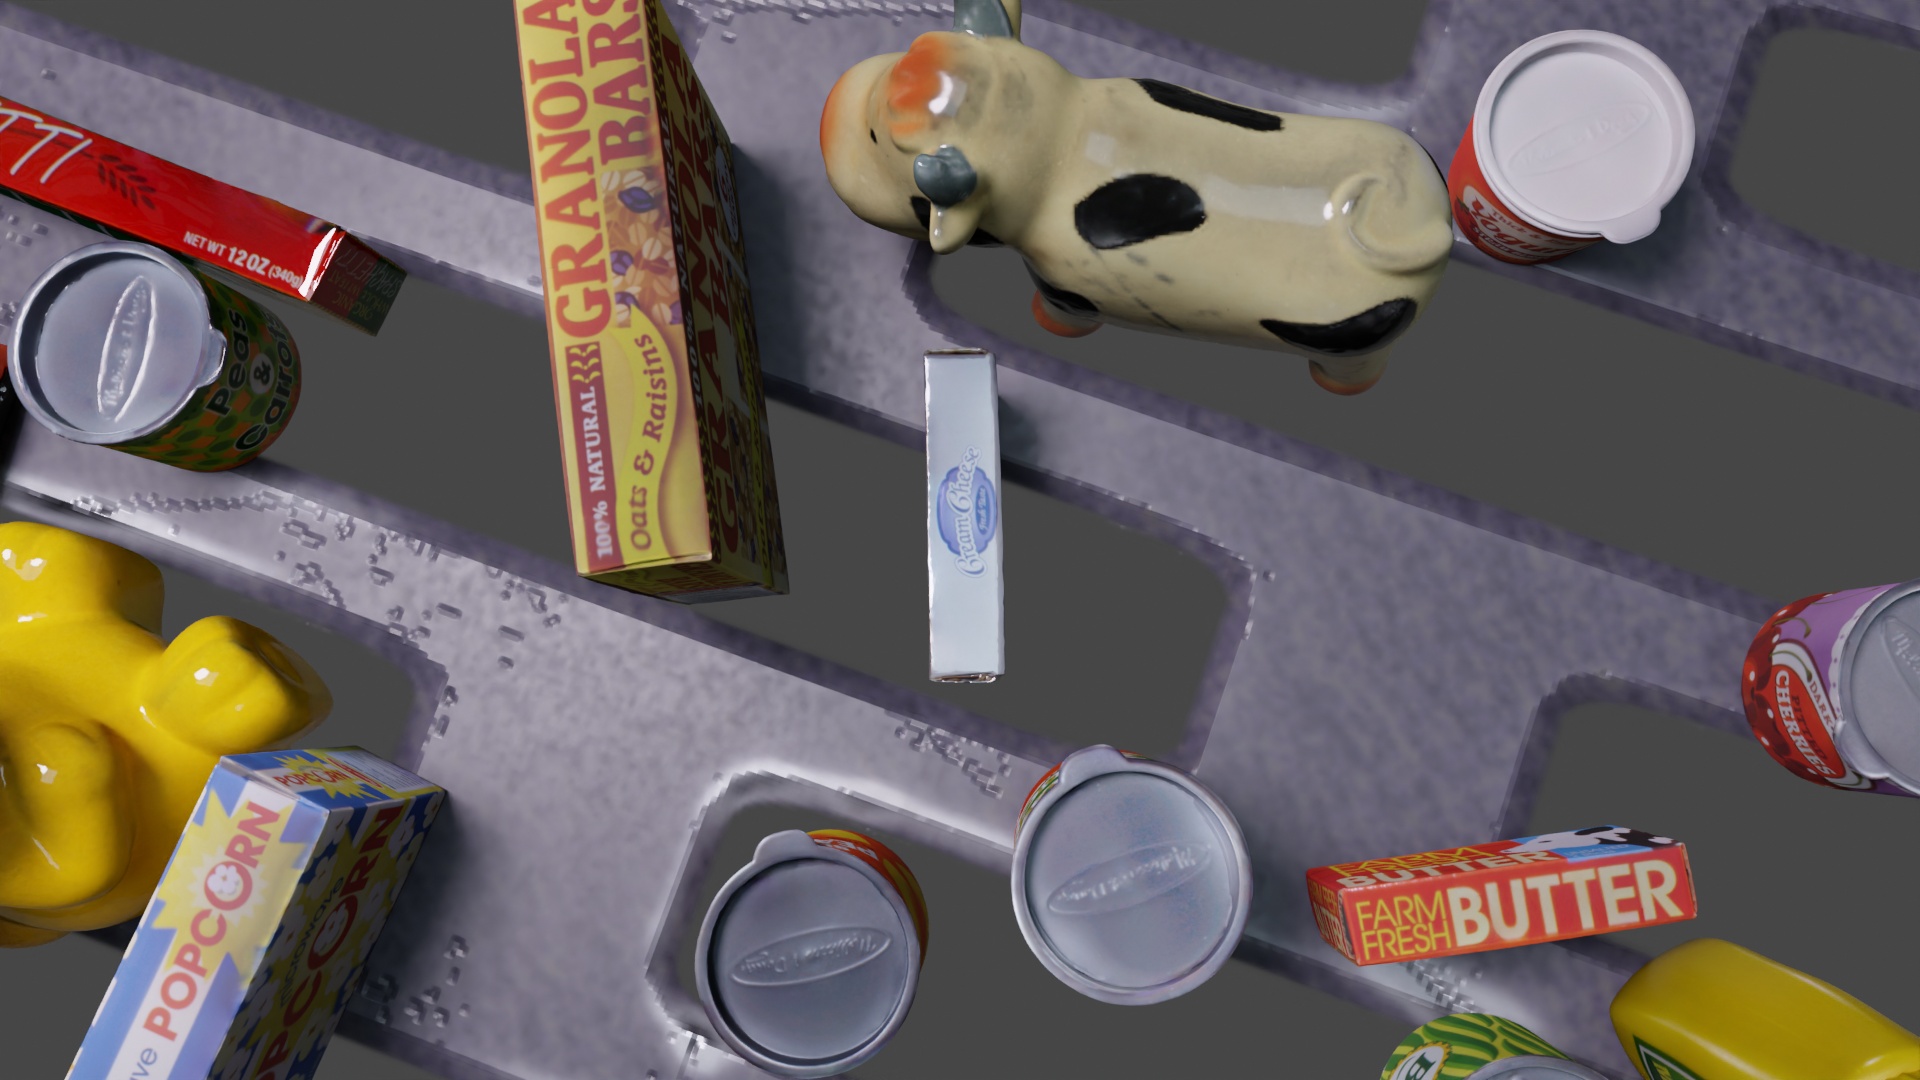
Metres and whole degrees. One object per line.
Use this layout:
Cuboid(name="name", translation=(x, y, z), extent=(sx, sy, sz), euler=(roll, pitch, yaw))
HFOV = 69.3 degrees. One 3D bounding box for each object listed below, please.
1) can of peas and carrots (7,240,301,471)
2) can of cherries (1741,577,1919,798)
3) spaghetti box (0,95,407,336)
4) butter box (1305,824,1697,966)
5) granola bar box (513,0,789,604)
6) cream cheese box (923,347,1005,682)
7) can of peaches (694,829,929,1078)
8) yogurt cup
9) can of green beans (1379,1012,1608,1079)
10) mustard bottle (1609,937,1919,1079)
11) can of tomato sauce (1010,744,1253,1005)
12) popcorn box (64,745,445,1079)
Cuboid(name="can of peas and carrots", translation=(-0.263, -0.059, 0.463), extent=(0.071, 0.058, 0.071), euler=(0, 83, 2))
Cuboid(name="can of cherries", translation=(0.287, 0.047, 0.431), extent=(0.071, 0.058, 0.071), euler=(0, 83, 2))
Cuboid(name="spaghetti box", translation=(-0.317, -0.131, 0.478), extent=(0.250, 0.050, 0.029), euler=(21, 85, 4))
Cuboid(name="butter box", translation=(0.164, 0.109, 0.430), extent=(0.103, 0.053, 0.024), euler=(-8, 83, 1))
Cuboid(name="granola bar box", translation=(-0.091, -0.066, 0.425), extent=(0.039, 0.124, 0.165), euler=(-9, 83, 1))
Cuboid(name="cream cheese box", translation=(0.002, -0.006, 0.450), extent=(0.024, 0.053, 0.104), euler=(-2, 83, 2))
Cuboid(name="can of peaches", translation=(-0.044, 0.123, 0.433), extent=(0.071, 0.058, 0.071), euler=(0, 83, 2))
Cuboid(name="yogurt cup", translation=(0.196, -0.125, 0.458), extent=(0.072, 0.054, 0.072), euler=(0, 83, 2))
Cuboid(name="can of green beans", translation=(0.164, 0.182, 0.419), extent=(0.071, 0.058, 0.071), euler=(0, 83, 2))
Cuboid(name="mustard bottle", translation=(0.232, 0.150, 0.369), extent=(0.049, 0.160, 0.065), euler=(-39, 84, -2))
Cuboid(name="can of tomato sauce", translation=(0.047, 0.096, 0.421), extent=(0.071, 0.083, 0.071), euler=(0, 83, 2))
Cuboid(name="popcorn box", translation=(-0.216, 0.129, 0.425), extent=(0.038, 0.085, 0.127), euler=(23, 84, 5))
